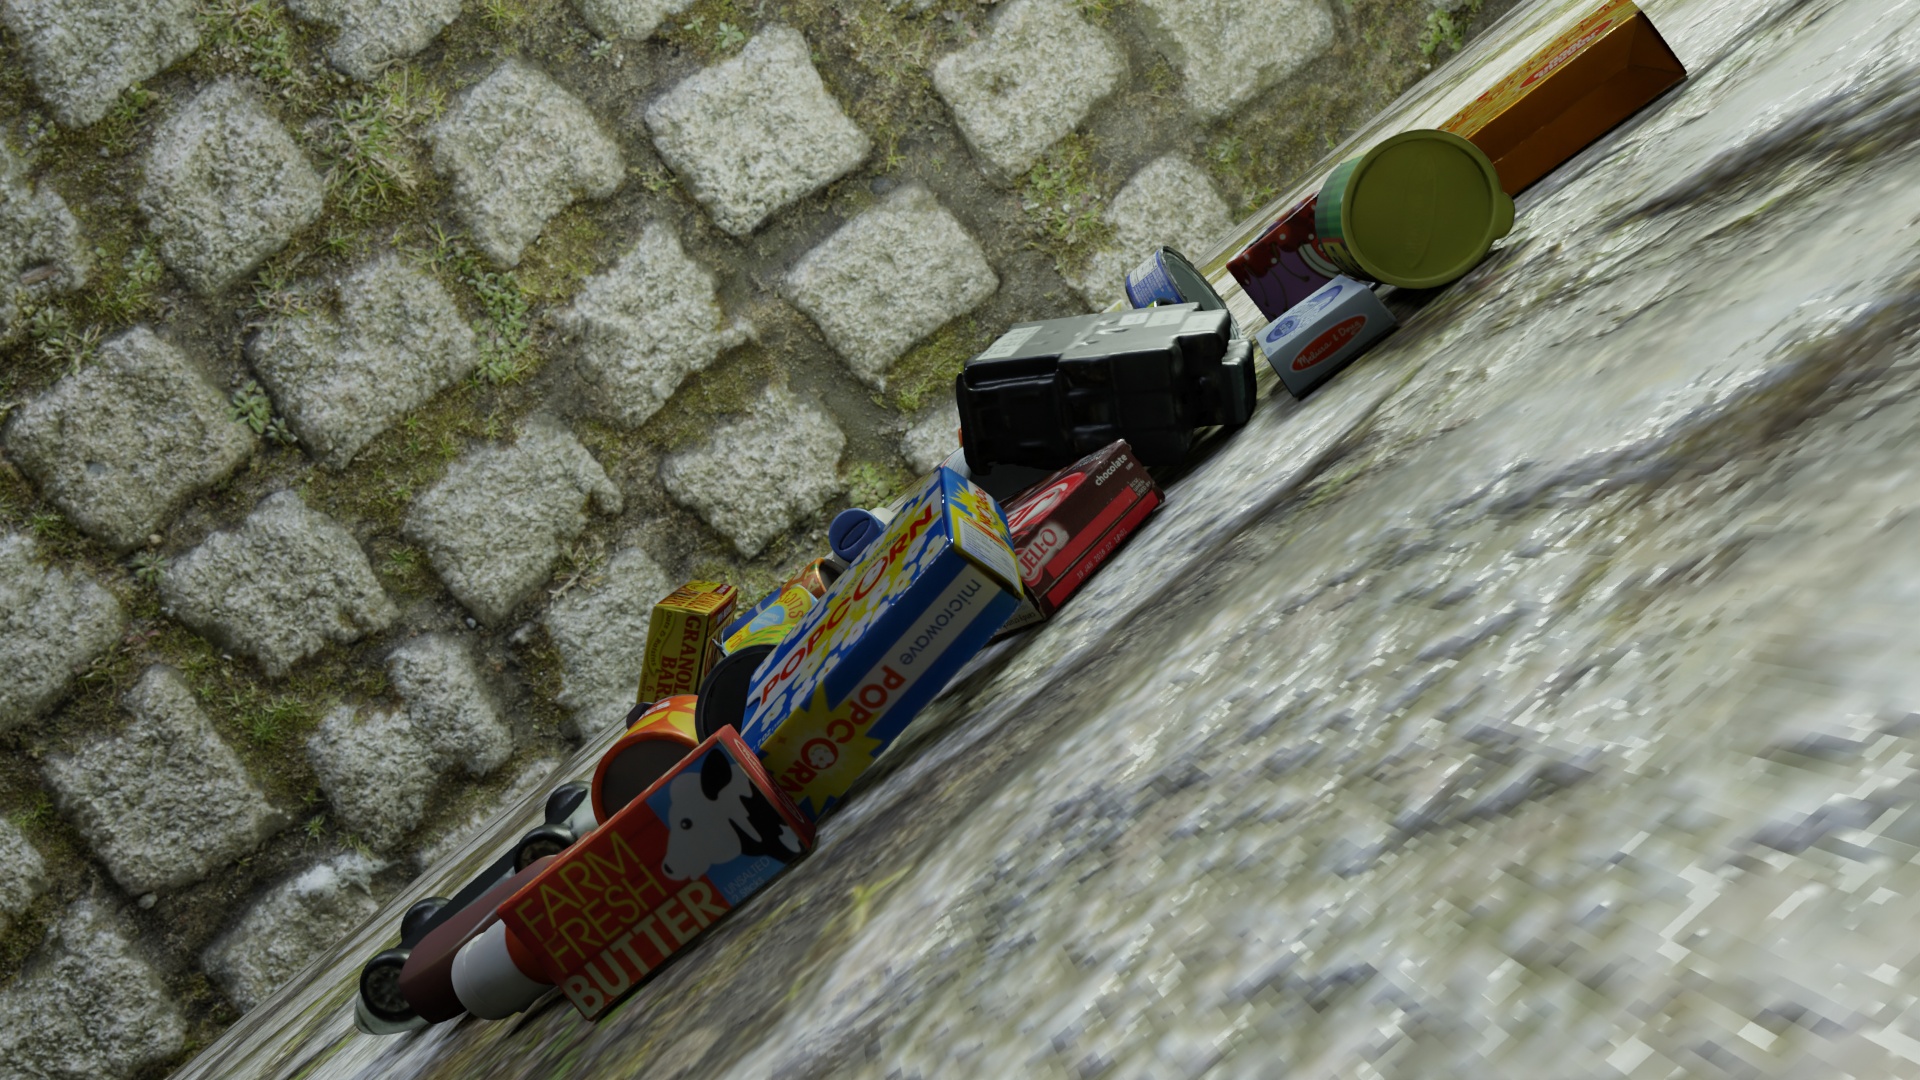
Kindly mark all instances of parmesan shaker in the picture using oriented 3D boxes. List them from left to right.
[{"bbox_3d":[0.203,-0.149,0.634,0.071,0.071,0.103,-37,4,13],"label":"parmesan shaker"}]

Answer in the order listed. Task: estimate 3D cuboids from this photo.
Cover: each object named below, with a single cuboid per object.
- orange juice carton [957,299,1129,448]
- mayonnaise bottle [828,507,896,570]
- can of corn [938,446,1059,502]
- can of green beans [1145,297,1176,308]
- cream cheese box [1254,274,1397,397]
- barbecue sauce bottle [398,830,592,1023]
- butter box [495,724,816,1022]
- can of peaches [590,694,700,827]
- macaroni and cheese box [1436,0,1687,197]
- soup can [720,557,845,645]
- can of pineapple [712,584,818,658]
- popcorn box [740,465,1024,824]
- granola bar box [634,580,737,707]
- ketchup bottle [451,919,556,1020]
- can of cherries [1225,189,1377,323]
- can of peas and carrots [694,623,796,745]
[{"bbox_3d":[0.070,-0.094,1.024,0.194,0.073,0.071,-43,7,-37],"label":"orange juice carton"},{"bbox_3d":[-0.059,0.007,0.986,0.065,0.041,0.148,-46,-12,0],"label":"mayonnaise bottle"},{"bbox_3d":[0.025,-0.024,0.764,0.071,0.071,0.058,-40,8,-16],"label":"can of corn"},{"bbox_3d":[0.108,-0.092,0.776,0.057,0.071,0.071,-36,5,27],"label":"can of green beans"},{"bbox_3d":[0.166,-0.096,0.641,0.053,0.024,0.104,-36,6,15],"label":"cream cheese box"},{"bbox_3d":[-0.213,0.186,0.685,0.148,0.043,0.065,-35,6,28],"label":"barbecue sauce bottle"},{"bbox_3d":[-0.108,0.118,0.495,0.103,0.053,0.024,-38,3,1],"label":"butter box"},{"bbox_3d":[-0.137,0.112,0.660,0.071,0.071,0.058,-38,6,9],"label":"can of peaches"},{"bbox_3d":[0.307,-0.228,0.732,0.123,0.040,0.167,-36,6,31],"label":"macaroni and cheese box"},{"bbox_3d":[-0.105,0.062,0.915,0.083,0.071,0.071,-37,5,14],"label":"soup can"},{"bbox_3d":[-0.093,0.065,0.771,0.058,0.071,0.071,-40,5,-13],"label":"can of pineapple"},{"bbox_3d":[-0.032,0.038,0.538,0.126,0.038,0.085,-47,18,15],"label":"popcorn box"},{"bbox_3d":[-0.187,0.097,0.944,0.165,0.039,0.124,-131,52,-85],"label":"granola bar box"},{"bbox_3d":[-0.146,0.148,0.563,0.148,0.043,0.065,-37,3,22],"label":"ketchup bottle"},{"bbox_3d":[0.190,-0.151,0.763,0.071,0.058,0.071,-38,4,4],"label":"can of cherries"},{"bbox_3d":[-0.079,0.075,0.630,0.071,0.071,0.059,-38,4,5],"label":"can of peas and carrots"}]
